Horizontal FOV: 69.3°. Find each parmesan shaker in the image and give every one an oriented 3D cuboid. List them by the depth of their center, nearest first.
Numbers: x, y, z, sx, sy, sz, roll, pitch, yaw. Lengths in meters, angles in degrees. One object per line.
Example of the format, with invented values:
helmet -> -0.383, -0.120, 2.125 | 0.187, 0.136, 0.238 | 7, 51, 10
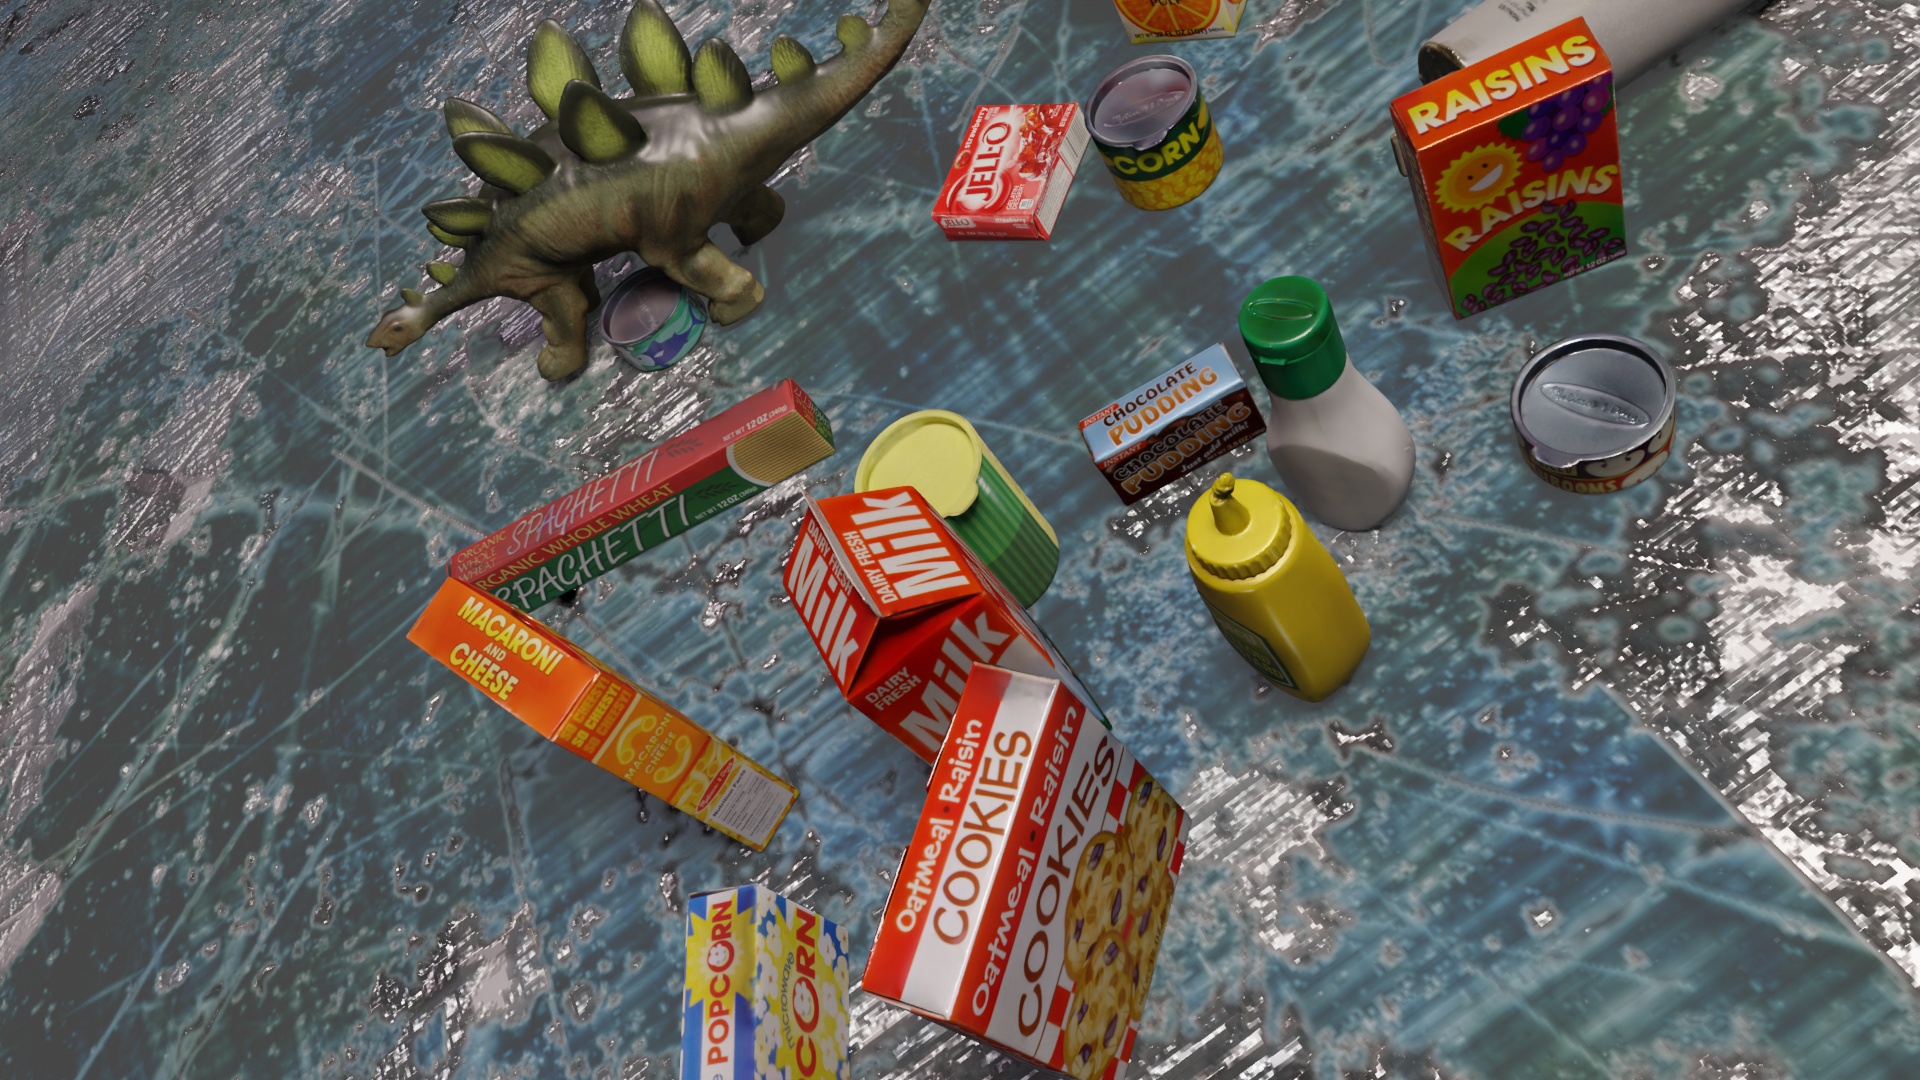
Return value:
parmesan shaker -> 0.002, -0.009, 0.689 | 0.071, 0.103, 0.071 | -13, 57, 21

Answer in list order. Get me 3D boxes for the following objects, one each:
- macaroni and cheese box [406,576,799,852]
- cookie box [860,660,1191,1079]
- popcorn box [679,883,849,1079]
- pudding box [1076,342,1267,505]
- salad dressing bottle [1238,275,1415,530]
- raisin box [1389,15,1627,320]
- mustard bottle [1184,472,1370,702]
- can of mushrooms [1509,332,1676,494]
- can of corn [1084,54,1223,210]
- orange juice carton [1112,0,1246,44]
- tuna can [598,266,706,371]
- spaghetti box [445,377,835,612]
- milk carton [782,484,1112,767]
macaroni and cheese box -> -0.172, 0.087, 0.684 | 0.124, 0.166, 0.040 | 23, 75, 36
cookie box -> 0.034, 0.137, 0.543 | 0.040, 0.167, 0.123 | 6, 65, 31
popcorn box -> -0.084, 0.224, 0.606 | 0.038, 0.085, 0.127 | -17, 55, 19
pudding box -> 0.106, -0.058, 0.697 | 0.083, 0.049, 0.030 | -29, 52, 10
salad dressing bottle -> 0.158, -0.057, 0.606 | 0.064, 0.147, 0.044 | 13, 69, 33
raisin box -> 0.253, -0.166, 0.636 | 0.086, 0.123, 0.040 | -21, 54, 16
mustard bottle -> 0.124, 0.015, 0.573 | 0.049, 0.160, 0.065 | -48, 51, -5
can of mushrooms -> 0.278, -0.054, 0.613 | 0.071, 0.033, 0.071 | -13, 56, 21
can of corn -> 0.112, -0.230, 0.793 | 0.071, 0.058, 0.071 | -13, 57, 21
orange juice carton -> 0.110, -0.385, 0.801 | 0.072, 0.192, 0.073 | 7, 66, 32
tuna can -> -0.204, -0.150, 0.930 | 0.071, 0.032, 0.071 | -13, 56, 21
spaghetti box -> -0.194, -0.020, 0.835 | 0.250, 0.050, 0.029 | -26, 53, 12
milk carton -> -0.011, 0.044, 0.608 | 0.073, 0.190, 0.072 | -38, 51, 4
